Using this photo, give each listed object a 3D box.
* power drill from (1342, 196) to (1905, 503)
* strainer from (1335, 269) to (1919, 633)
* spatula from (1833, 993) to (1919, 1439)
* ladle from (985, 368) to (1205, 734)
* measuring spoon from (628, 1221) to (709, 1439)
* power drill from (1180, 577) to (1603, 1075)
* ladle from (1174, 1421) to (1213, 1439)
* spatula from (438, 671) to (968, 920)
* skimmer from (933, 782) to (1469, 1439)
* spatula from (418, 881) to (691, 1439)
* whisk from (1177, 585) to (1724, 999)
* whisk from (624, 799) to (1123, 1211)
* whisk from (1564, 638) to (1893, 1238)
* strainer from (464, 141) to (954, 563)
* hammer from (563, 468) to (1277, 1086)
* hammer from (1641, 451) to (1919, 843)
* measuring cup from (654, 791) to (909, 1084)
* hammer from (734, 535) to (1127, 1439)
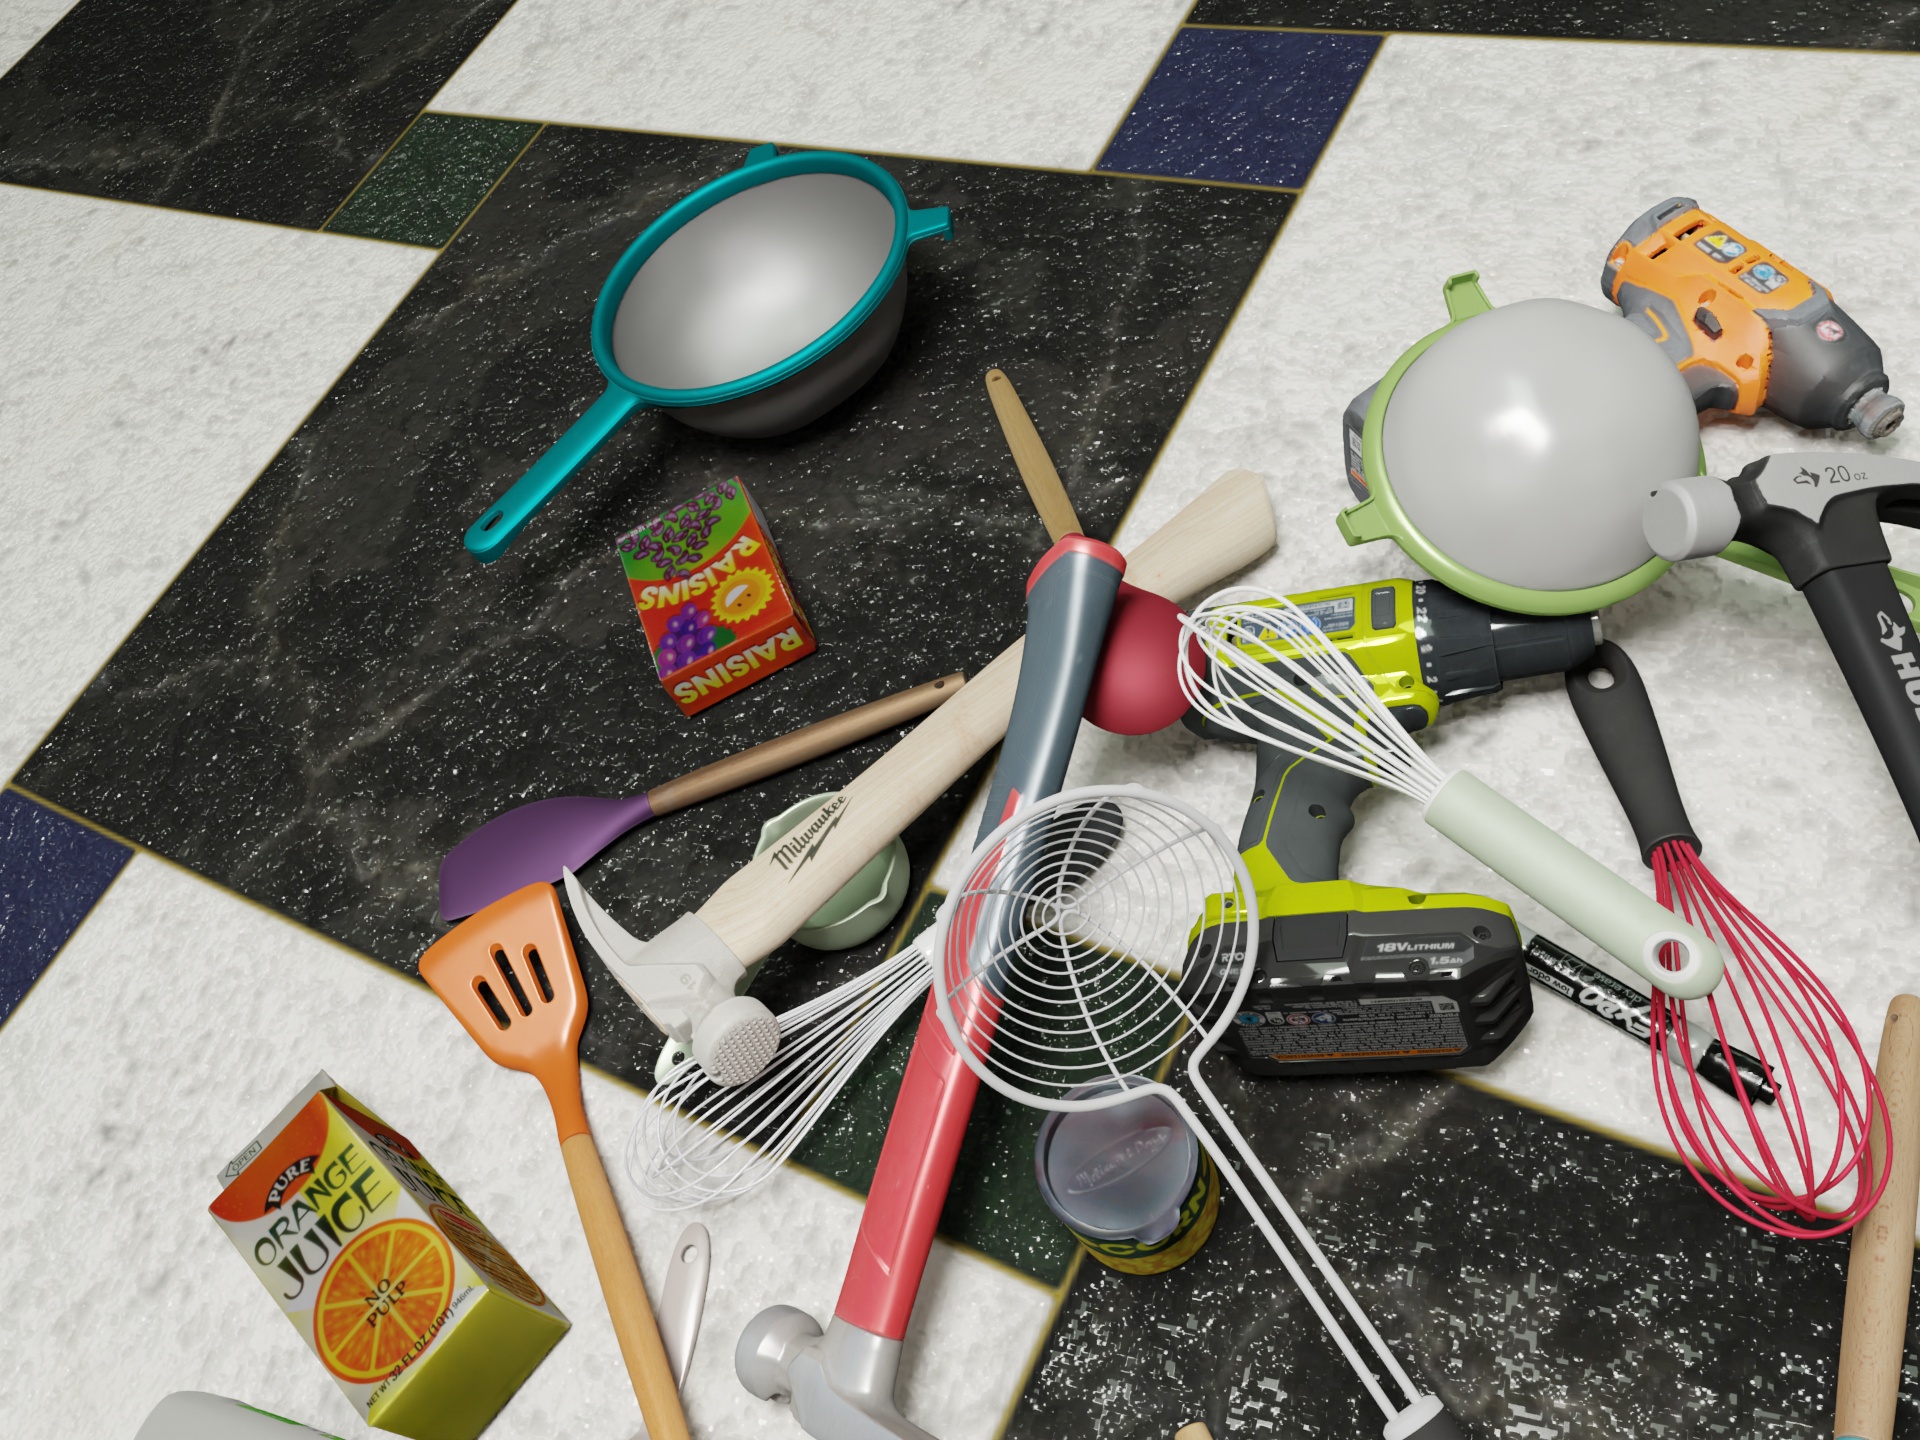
[{"bbox_3d":[0.321,-0.149,0.768,0.226,0.084,0.164,-31,54,-5],"label":"power drill"},{"bbox_3d":[0.300,-0.104,0.669,0.256,0.069,0.151,25,72,11],"label":"strainer"},{"bbox_3d":[0.290,0.208,0.520,0.044,0.082,0.318,36,52,-3],"label":"spatula"},{"bbox_3d":[0.052,-0.105,0.821,0.069,0.031,0.316,-22,41,4],"label":"ladle"},{"bbox_3d":[-0.130,0.278,0.689,0.034,0.018,0.124,-4,56,19],"label":"measuring spoon"},{"bbox_3d":[0.184,0.030,0.690,0.190,0.080,0.229,-7,50,22],"label":"power drill"},{"bbox_3d":[0.133,0.379,0.497,0.062,0.078,0.321,0,43,-29],"label":"ladle"},{"bbox_3d":[-0.143,0.034,0.858,0.316,0.018,0.060,-21,52,8],"label":"spatula"},{"bbox_3d":[0.121,0.187,0.546,0.127,0.090,0.363,-33,71,-6],"label":"skimmer"},{"bbox_3d":[-0.176,0.211,0.731,0.081,0.041,0.323,-32,48,-2],"label":"spatula"},{"bbox_3d":[0.179,0.024,0.612,0.246,0.059,0.058,39,101,27],"label":"whisk"},{"bbox_3d":[-0.034,0.127,0.736,0.284,0.070,0.070,-37,53,-11],"label":"whisk"},{"bbox_3d":[0.288,0.067,0.633,0.073,0.073,0.296,-12,42,13],"label":"whisk"},{"bbox_3d":[-0.156,-0.201,0.975,0.211,0.095,0.340,33,76,37],"label":"strainer"},{"bbox_3d":[-0.001,-0.002,0.781,0.410,0.038,0.146,-40,48,-19],"label":"hammer"},{"bbox_3d":[0.375,0.051,0.584,0.146,0.035,0.335,-8,70,-13],"label":"hammer"},{"bbox_3d":[-0.088,0.112,0.775,0.083,0.038,0.167,27,72,33],"label":"measuring cup"},{"bbox_3d":[0.017,0.104,0.659,0.143,0.038,0.386,3,71,47],"label":"hammer"}]
